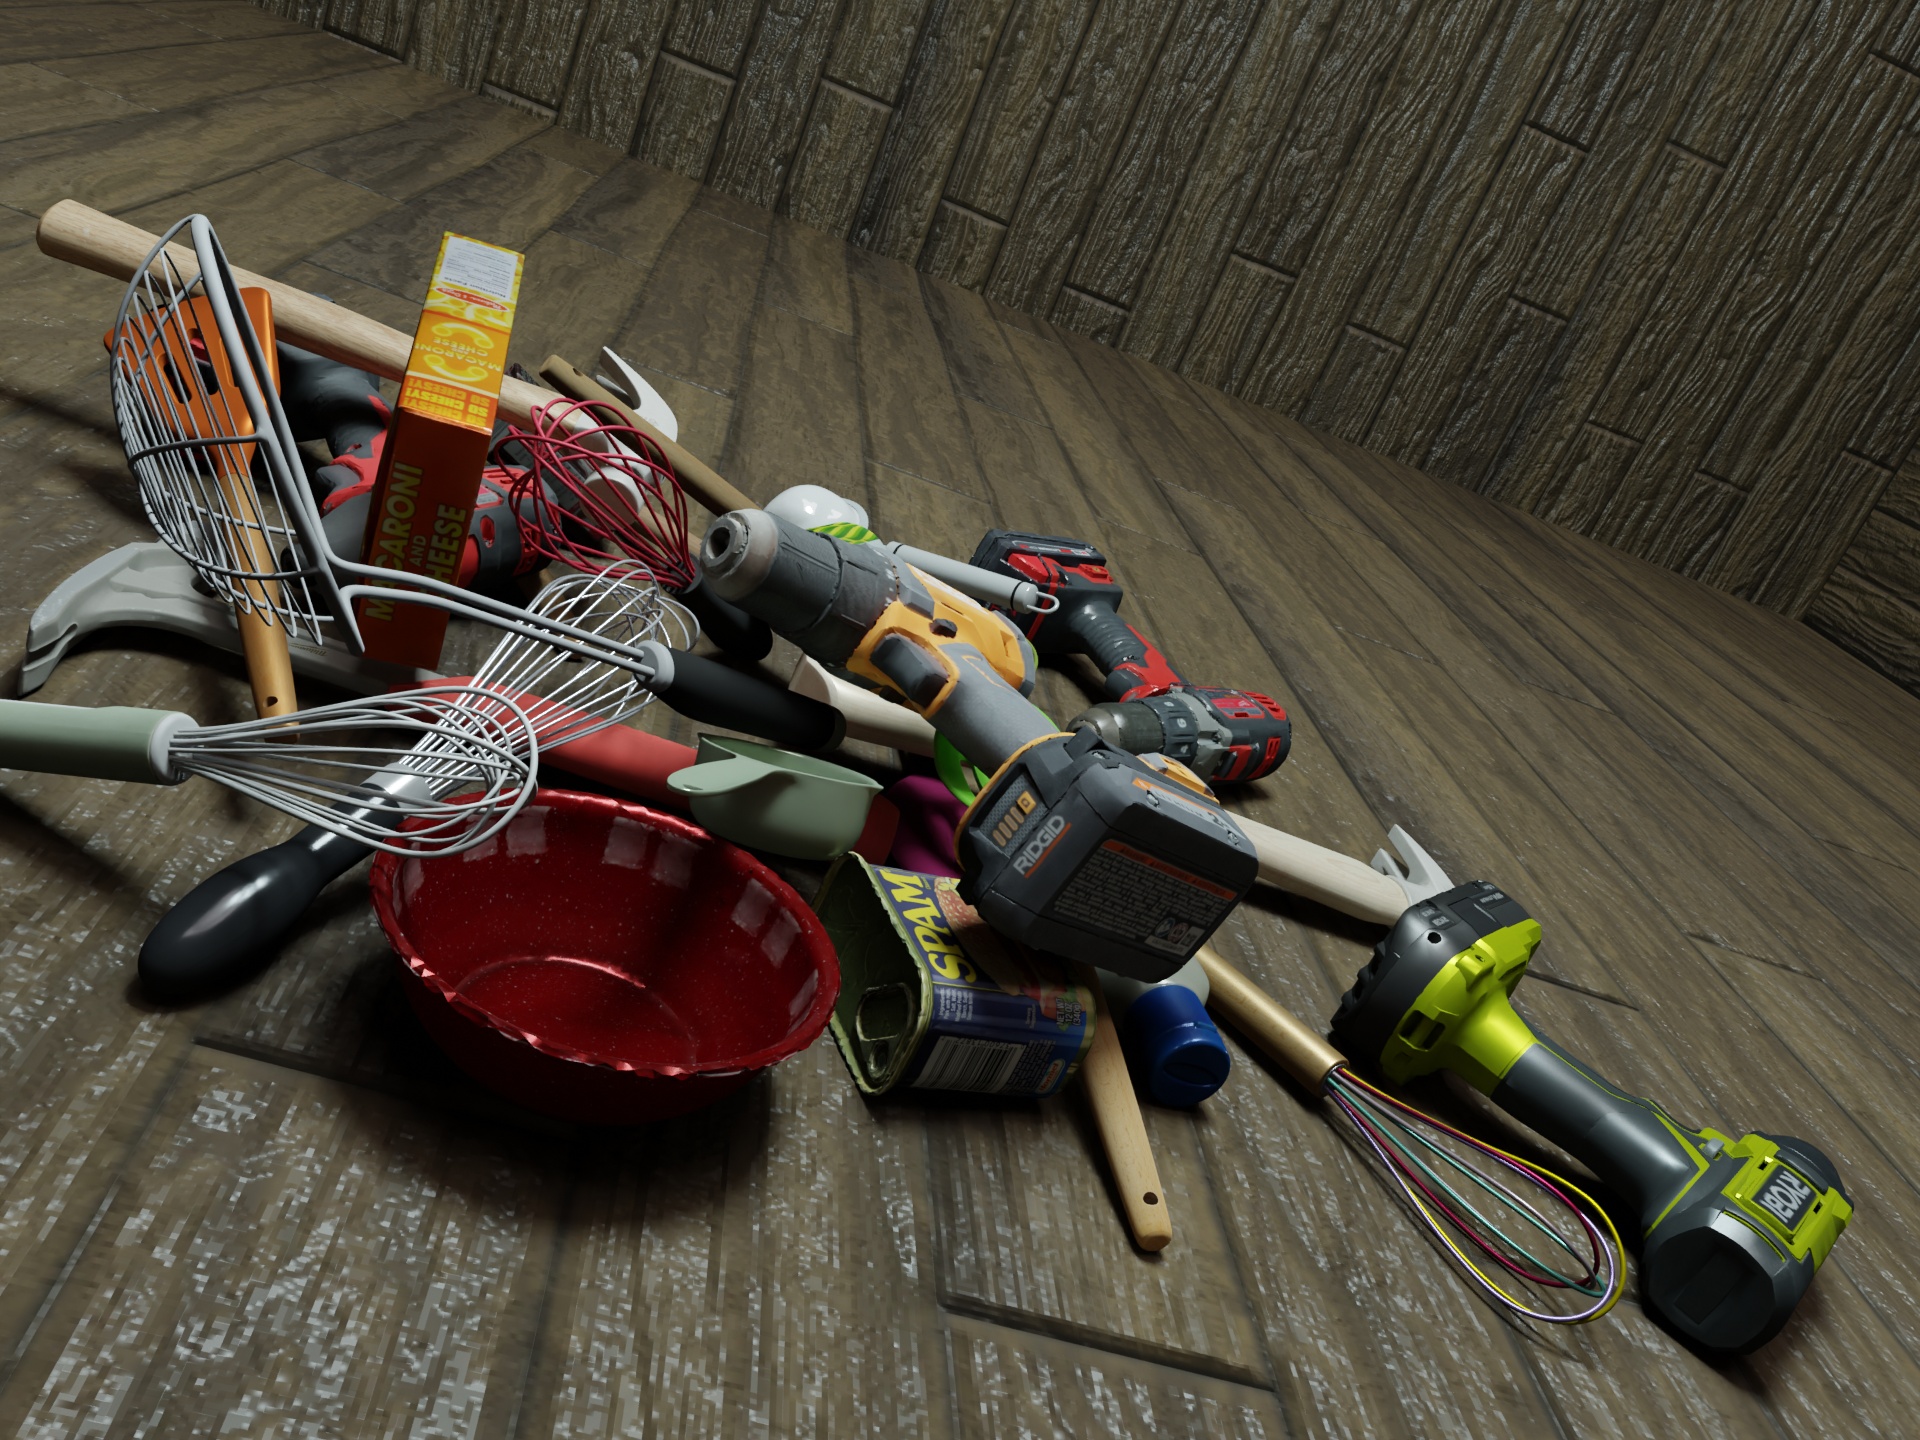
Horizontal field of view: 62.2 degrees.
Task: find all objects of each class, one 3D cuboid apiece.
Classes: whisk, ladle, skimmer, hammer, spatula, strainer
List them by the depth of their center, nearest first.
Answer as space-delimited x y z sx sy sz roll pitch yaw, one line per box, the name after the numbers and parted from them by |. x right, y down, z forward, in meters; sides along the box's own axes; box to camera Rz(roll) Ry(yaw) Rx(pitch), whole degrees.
-0.252 0.009 0.527 0.246 0.059 0.057 5 -23 13 | whisk
-0.131 -0.051 0.566 0.363 0.090 0.127 22 34 -56 | skimmer
-0.190 0.013 0.600 0.070 0.070 0.285 28 38 10 | whisk
-0.317 -0.096 0.690 0.081 0.041 0.323 -21 45 -13 | spatula
0.182 0.168 0.695 0.051 0.047 0.245 1 28 -42 | whisk
-0.200 0.003 0.697 0.359 0.036 0.149 19 22 -9 | hammer
-0.144 -0.079 0.778 0.073 0.073 0.295 30 -7 17 | whisk
-0.308 -0.197 0.832 0.331 0.031 0.130 20 35 -7 | hammer
-0.082 -0.098 0.848 0.319 0.062 0.078 37 20 -30 | ladle
0.100 0.043 0.880 0.410 0.038 0.146 21 21 -14 | hammer
-0.279 -0.121 0.928 0.082 0.044 0.318 6 32 -40 | spatula
-0.144 -0.091 0.935 0.059 0.018 0.316 33 -1 -45 | spatula
-0.048 -0.110 1.029 0.258 0.050 0.087 20 52 26 | strainer

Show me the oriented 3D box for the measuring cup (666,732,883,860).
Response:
-0.084 0.035 0.617 0.083 0.038 0.167 16 5 9 | measuring cup

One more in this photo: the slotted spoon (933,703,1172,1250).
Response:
0.042 0.093 0.693 0.070 0.031 0.314 0 38 -13 | slotted spoon

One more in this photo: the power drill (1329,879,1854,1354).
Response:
0.303 0.178 0.754 0.223 0.080 0.171 41 28 29 | power drill

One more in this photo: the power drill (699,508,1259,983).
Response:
-0.001 -0.002 0.661 0.185 0.084 0.226 25 17 -46 | power drill

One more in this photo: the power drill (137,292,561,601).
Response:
-0.328 -0.136 0.831 0.220 0.078 0.143 39 38 24 | power drill

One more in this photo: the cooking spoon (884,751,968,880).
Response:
-0.024 0.015 0.874 0.068 0.017 0.319 20 22 -17 | cooking spoon

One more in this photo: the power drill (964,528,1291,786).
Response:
0.087 -0.034 1.030 0.187 0.080 0.227 -1 35 -46 | power drill
